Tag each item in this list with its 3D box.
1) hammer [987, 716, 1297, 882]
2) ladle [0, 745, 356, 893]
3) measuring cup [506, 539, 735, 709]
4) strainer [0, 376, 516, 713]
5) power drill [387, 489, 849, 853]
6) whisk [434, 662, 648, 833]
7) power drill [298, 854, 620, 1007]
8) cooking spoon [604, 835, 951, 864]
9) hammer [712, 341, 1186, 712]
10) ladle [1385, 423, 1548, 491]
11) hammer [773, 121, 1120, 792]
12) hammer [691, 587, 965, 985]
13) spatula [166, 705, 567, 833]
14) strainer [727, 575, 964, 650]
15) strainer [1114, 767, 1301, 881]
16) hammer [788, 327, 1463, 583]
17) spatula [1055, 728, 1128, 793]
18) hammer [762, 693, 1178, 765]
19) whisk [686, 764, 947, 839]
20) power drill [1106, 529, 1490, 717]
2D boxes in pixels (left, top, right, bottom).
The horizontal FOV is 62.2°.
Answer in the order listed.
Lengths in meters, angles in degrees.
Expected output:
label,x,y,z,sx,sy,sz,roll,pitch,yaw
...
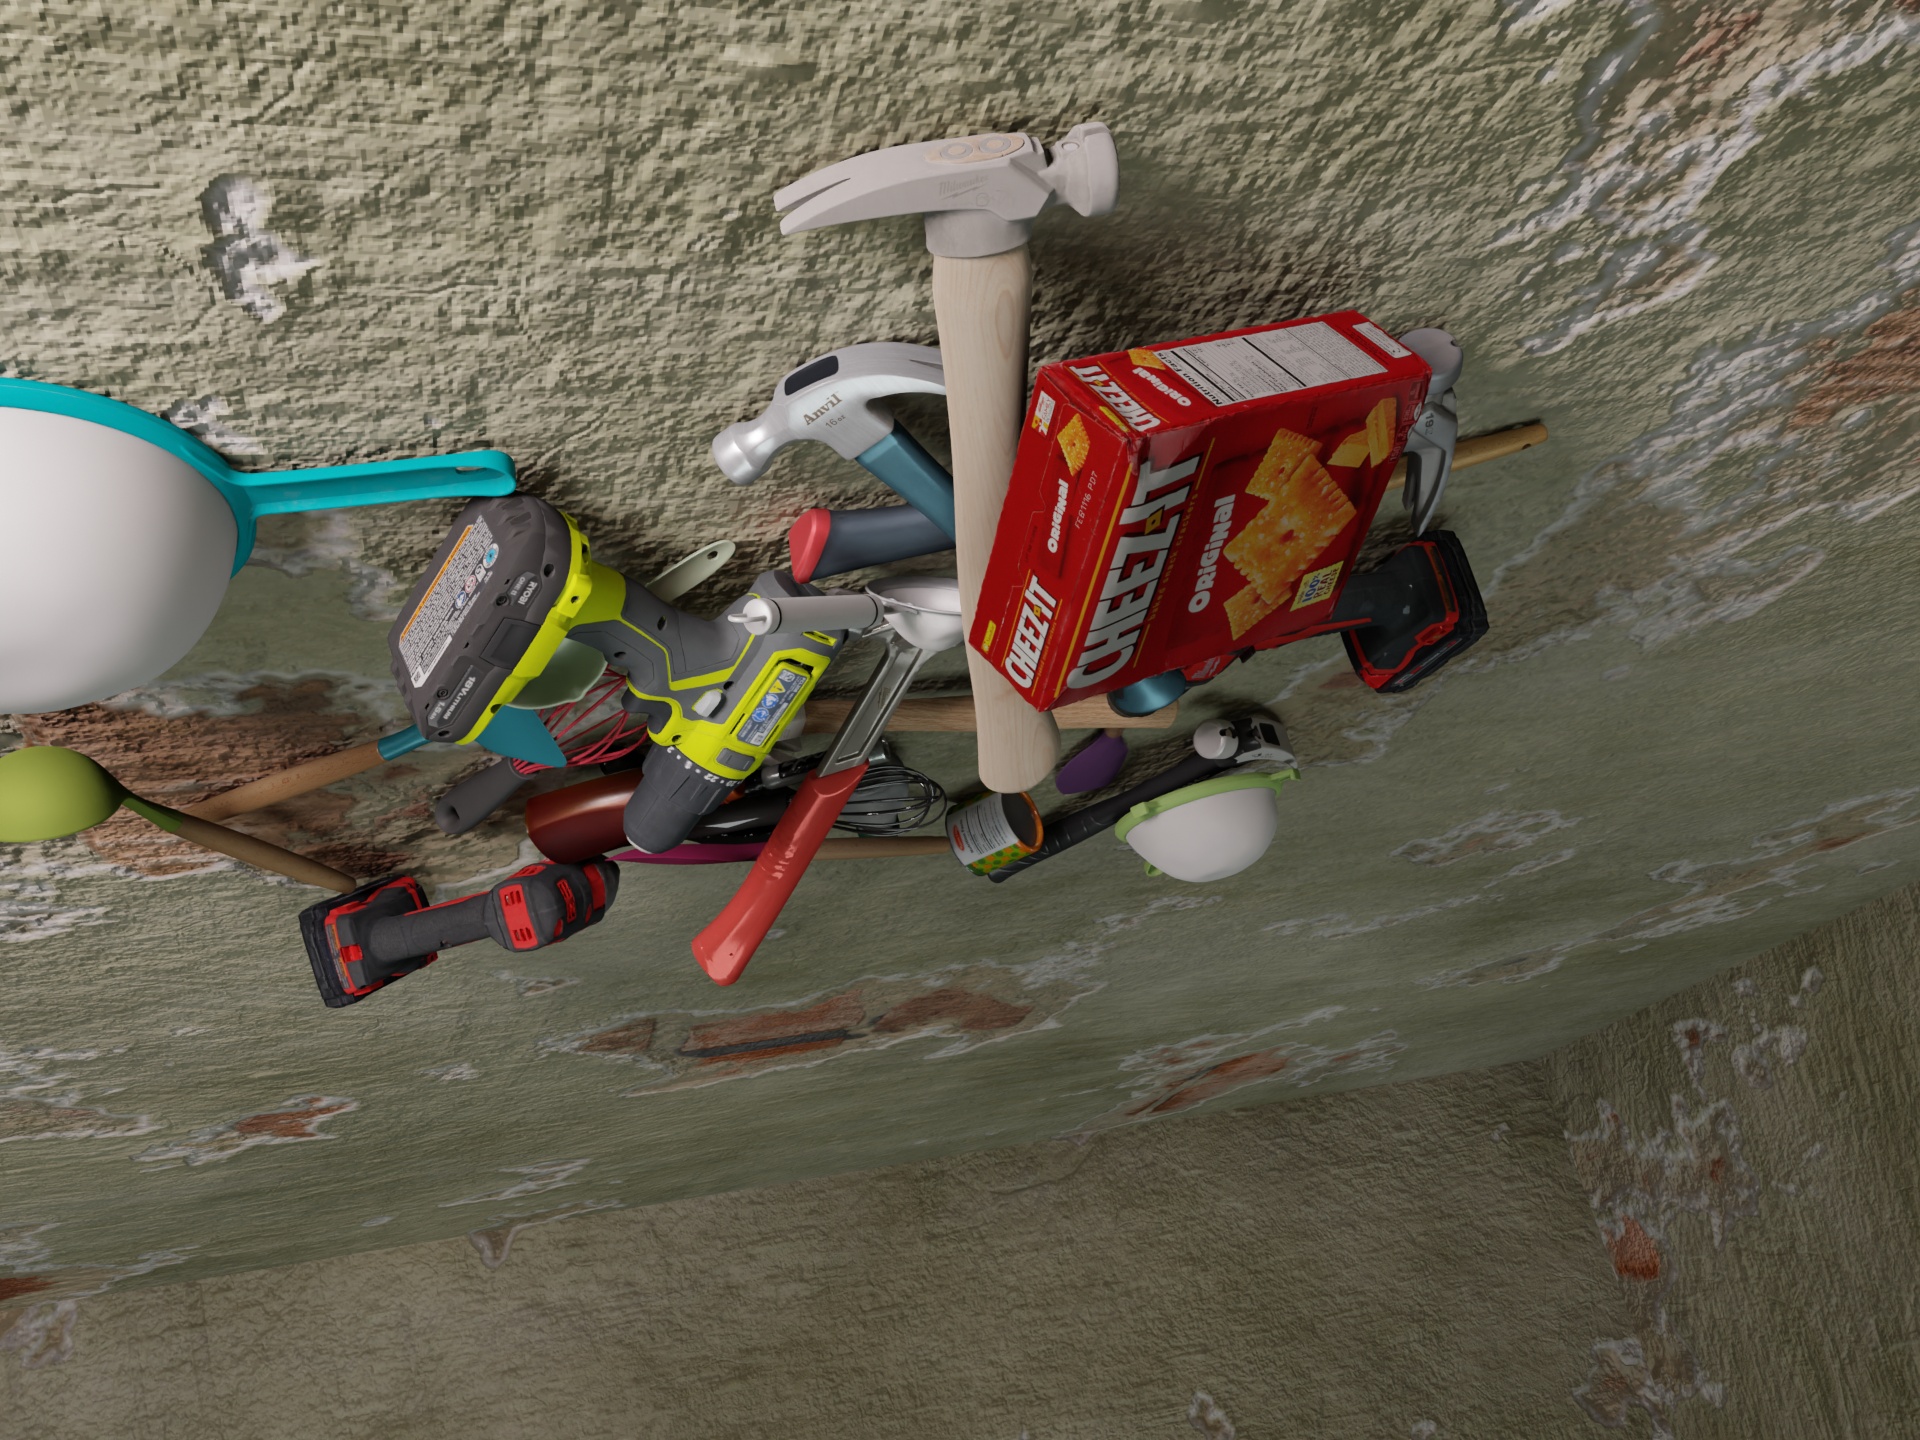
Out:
label,x,y,z,sx,sy,sz,roll,pitch,yaw
hammer,0.145,0.076,1.406,0.146,0.035,0.335,3,155,-47
ladle,-0.498,0.084,1.034,0.078,0.062,0.320,12,165,19
measuring cup,-0.209,-0.069,0.932,0.167,0.038,0.083,-32,143,-1
strainer,-0.383,-0.070,0.759,0.340,0.095,0.210,-8,155,-8
power drill,-0.195,-0.020,0.897,0.228,0.080,0.190,22,111,-44
whisk,-0.282,0.021,1.060,0.073,0.073,0.296,9,153,-40
power drill,-0.366,0.145,1.196,0.219,0.078,0.143,-14,-175,16
cooking spoon,-0.128,0.100,1.227,0.318,0.017,0.069,2,172,-43
hammer,0.023,-0.092,0.888,0.128,0.033,0.330,-31,135,24
ladle,0.213,-0.137,0.996,0.315,0.031,0.069,-16,158,2
hammer,0.006,-0.101,0.816,0.146,0.038,0.410,-10,138,-4
hammer,-0.092,0.061,1.109,0.149,0.037,0.359,13,127,-27
spatula,-0.400,0.031,1.035,0.317,0.044,0.082,-18,122,17
strainer,-0.050,-0.061,0.909,0.087,0.050,0.258,17,-167,28
strainer,0.208,0.120,1.422,0.151,0.069,0.256,-12,161,-11
hammer,0.093,-0.126,0.925,0.386,0.038,0.143,-12,145,2
spatula,0.123,-0.003,1.254,0.059,0.018,0.315,-10,157,-12
hammer,-0.002,-0.004,1.151,0.331,0.031,0.130,-1,155,-15
whisk,-0.129,0.068,1.166,0.239,0.055,0.055,-6,155,-4
power drill,0.220,-0.057,1.091,0.226,0.080,0.188,-6,159,-22
